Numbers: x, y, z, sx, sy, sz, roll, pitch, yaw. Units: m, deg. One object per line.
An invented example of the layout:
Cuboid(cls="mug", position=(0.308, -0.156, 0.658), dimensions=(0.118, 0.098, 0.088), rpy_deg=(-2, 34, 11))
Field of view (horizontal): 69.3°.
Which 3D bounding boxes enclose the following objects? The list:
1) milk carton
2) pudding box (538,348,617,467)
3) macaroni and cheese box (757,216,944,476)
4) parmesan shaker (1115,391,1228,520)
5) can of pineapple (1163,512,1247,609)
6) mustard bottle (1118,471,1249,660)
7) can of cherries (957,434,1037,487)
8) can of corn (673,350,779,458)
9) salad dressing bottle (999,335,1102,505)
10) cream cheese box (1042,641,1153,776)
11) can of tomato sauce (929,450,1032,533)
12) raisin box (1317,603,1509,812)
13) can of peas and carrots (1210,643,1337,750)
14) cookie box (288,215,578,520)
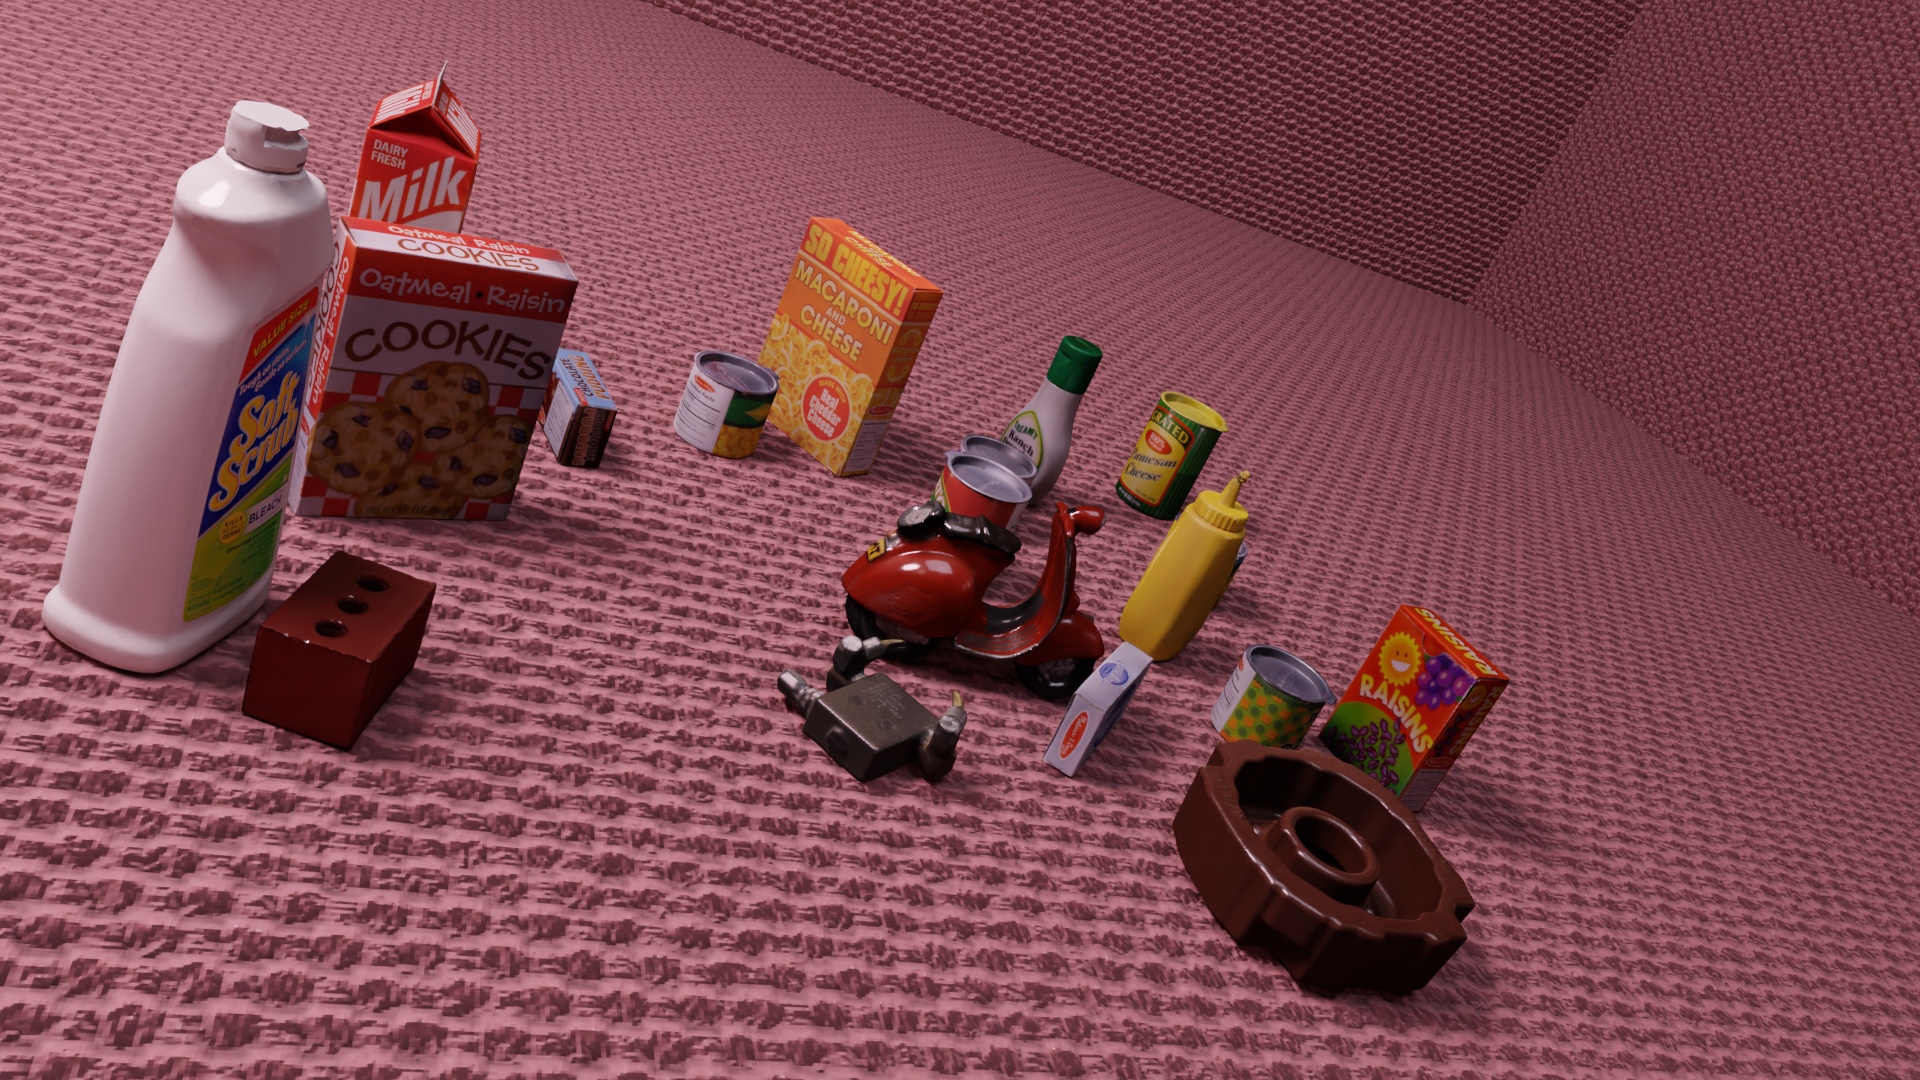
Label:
Cuboid(cls="milk carton", position=(-0.385, -0.236, 0.971), dimensions=(0.073, 0.189, 0.072), rpy_deg=(14, 27, -24))
Cuboid(cls="pudding box", position=(-0.268, -0.093, 0.962), dimensions=(0.030, 0.049, 0.084), rpy_deg=(6, 31, -36))
Cuboid(cls="macaroni and cheese box", position=(-0.095, -0.154, 1.102), dimensions=(0.124, 0.165, 0.040), rpy_deg=(38, 27, 27))
Cuboid(cls="parmesan shaker", position=(0.197, -0.077, 1.295), dimensions=(0.071, 0.102, 0.071), rpy_deg=(21, 25, -10))
Cuboid(cls="can of pineapple", position=(0.198, 0.019, 1.160), dimensions=(0.071, 0.057, 0.071), rpy_deg=(20, 25, -10))
Cuboid(cls="mustard bottle", position=(0.173, 0.014, 1.024), dimensions=(0.049, 0.159, 0.065), rpy_deg=(39, 28, 29))
Cuboid(cls="can of cherries", position=(0.019, -0.045, 1.120), dimensions=(0.071, 0.058, 0.072), rpy_deg=(20, 25, -10))
Cuboid(cls="can of corn", position=(-0.177, -0.103, 1.057), dimensions=(0.071, 0.058, 0.071), rpy_deg=(20, 25, -10))
Cuboid(cls="salad dressing bottle", position=(0.074, -0.102, 1.177), dimensions=(0.044, 0.147, 0.064), rpy_deg=(1, 34, -42))
Cuboid(cls="cream cheese box", position=(0.089, 0.106, 0.891), dimensions=(0.024, 0.053, 0.104), rpy_deg=(31, 25, 14))
Cuboid(cls="can of tomato sauce", position=(0.004, -0.013, 1.013), dimensions=(0.071, 0.082, 0.071), rpy_deg=(21, 25, -10))
Cuboid(cls="raisin box", position=(0.321, 0.120, 0.993), dimensions=(0.040, 0.123, 0.086), rpy_deg=(8, 29, -33))
Cuboid(cls="can of peas and carrots", position=(0.222, 0.117, 0.986), dimensions=(0.071, 0.058, 0.071), rpy_deg=(20, 25, -10))
Cuboid(cls="cookie box", position=(-0.302, -0.092, 0.788), dimensions=(0.123, 0.166, 0.040), rpy_deg=(2, 33, -41))
